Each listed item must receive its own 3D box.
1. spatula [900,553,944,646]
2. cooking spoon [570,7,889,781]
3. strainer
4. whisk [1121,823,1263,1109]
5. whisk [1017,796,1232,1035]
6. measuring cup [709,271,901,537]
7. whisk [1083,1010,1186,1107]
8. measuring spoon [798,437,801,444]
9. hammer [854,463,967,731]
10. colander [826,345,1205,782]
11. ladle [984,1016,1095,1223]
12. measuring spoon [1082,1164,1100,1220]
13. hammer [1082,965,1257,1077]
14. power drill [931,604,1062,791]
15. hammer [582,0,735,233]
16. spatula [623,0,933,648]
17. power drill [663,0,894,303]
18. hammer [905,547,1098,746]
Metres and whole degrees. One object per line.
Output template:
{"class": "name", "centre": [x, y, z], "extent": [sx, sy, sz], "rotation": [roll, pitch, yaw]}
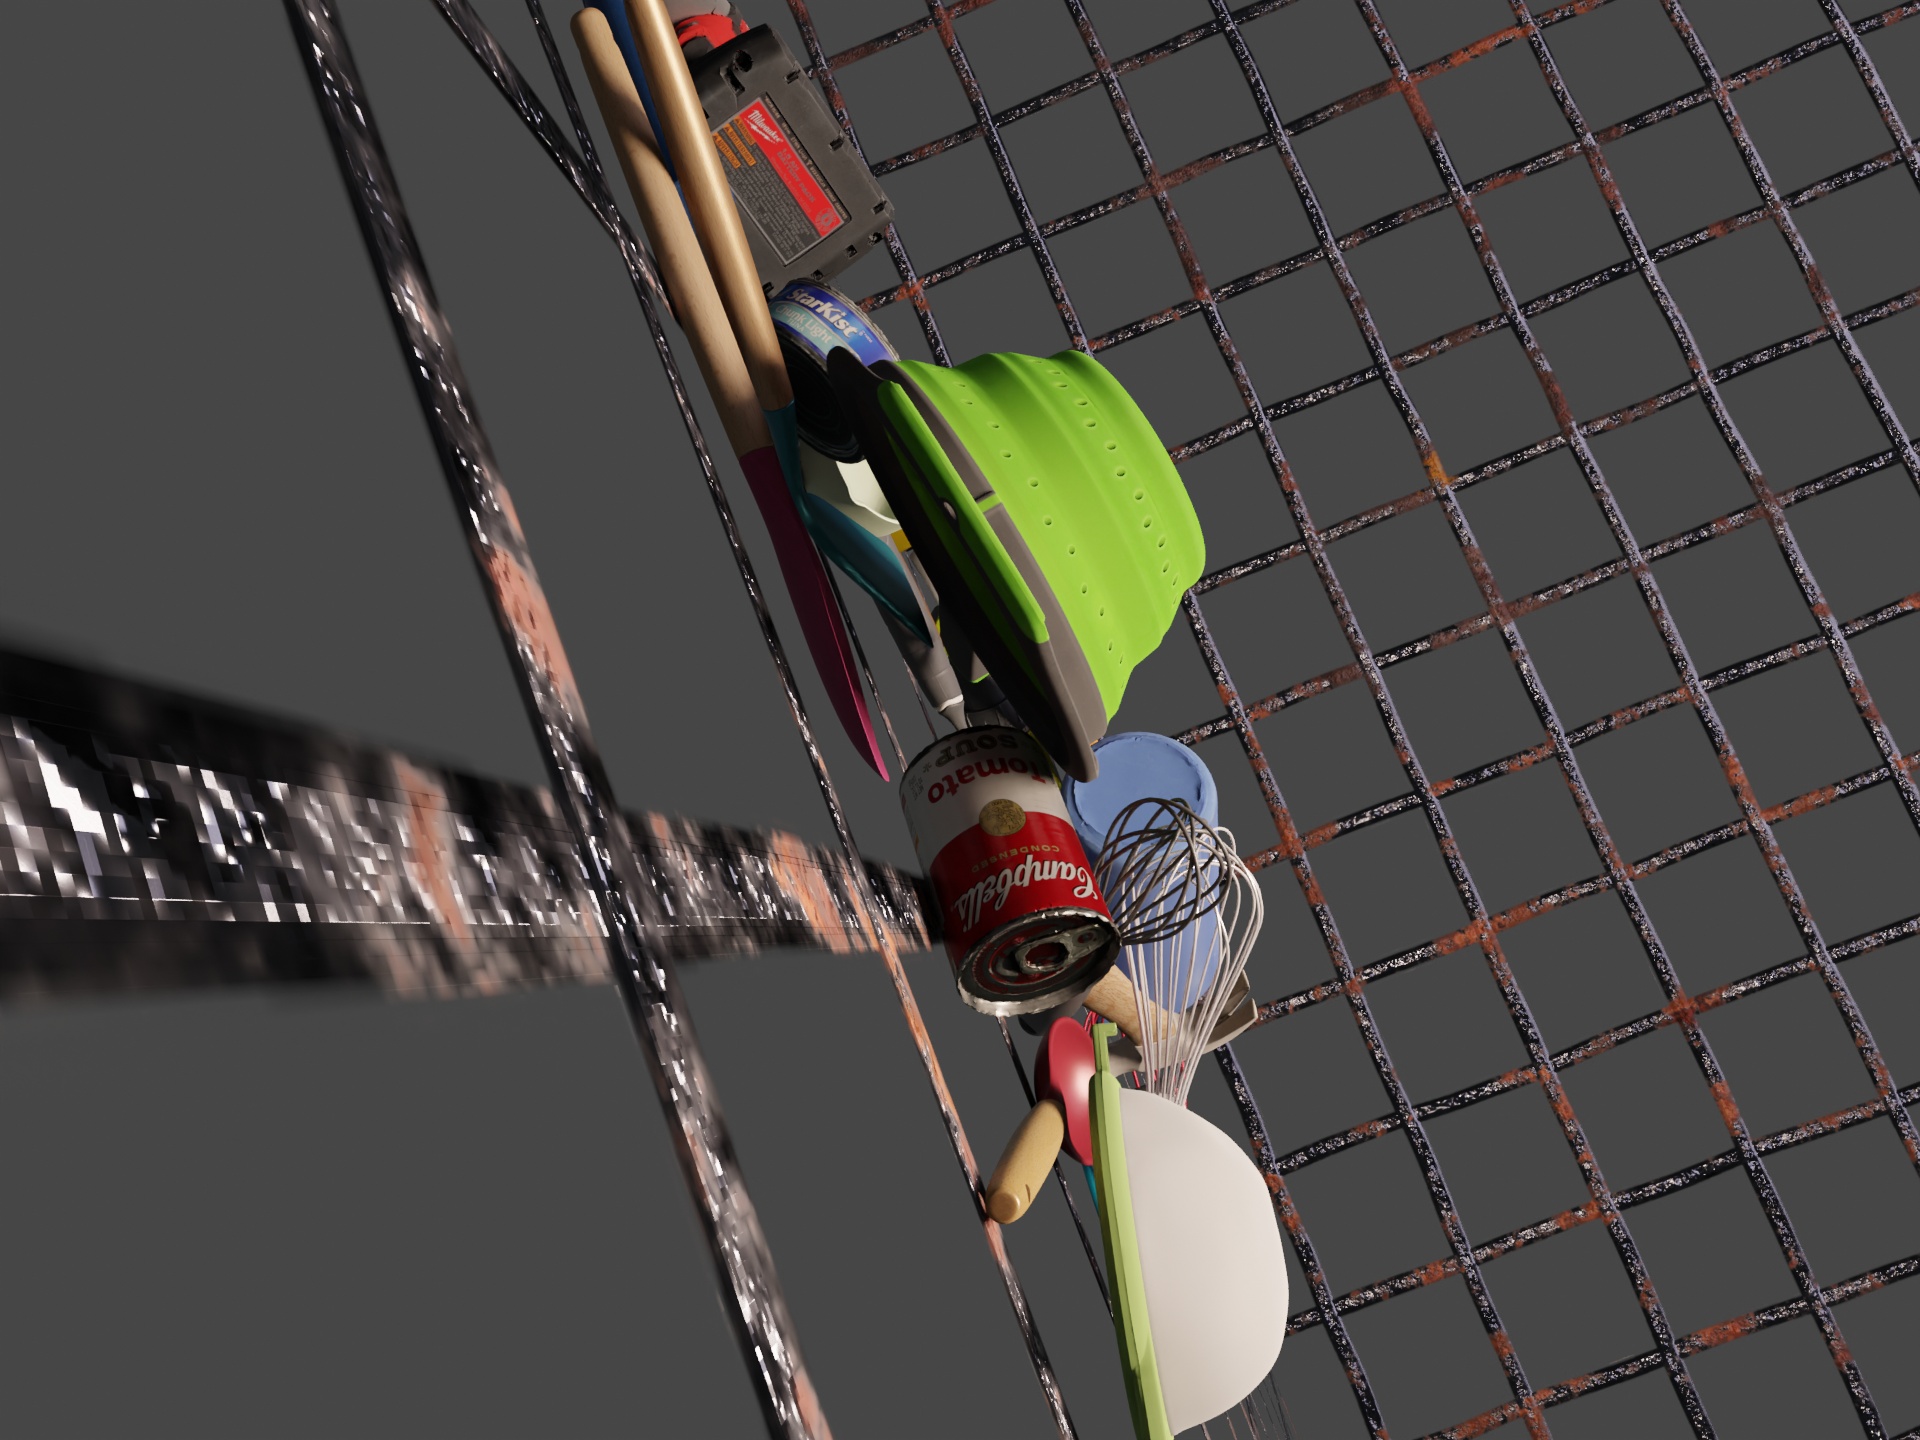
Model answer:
{"class": "spatula", "centre": [-0.063, -0.137, 1.065], "extent": [0.315, 0.018, 0.060], "rotation": [62, 10, -53]}
{"class": "cooking spoon", "centre": [-0.087, -0.125, 0.605], "extent": [0.068, 0.017, 0.319], "rotation": [67, 2, -86]}
{"class": "strainer", "centre": [0.095, 0.236, 0.598], "extent": [0.256, 0.069, 0.151], "rotation": [-90, 169, -67]}
{"class": "whisk", "centre": [0.106, 0.175, 0.796], "extent": [0.070, 0.070, 0.284], "rotation": [-106, -163, -60]}
{"class": "whisk", "centre": [0.065, 0.100, 0.723], "extent": [0.238, 0.055, 0.055], "rotation": [115, -40, -58]}
{"class": "measuring cup", "centre": [-0.079, -0.164, 0.822], "extent": [0.167, 0.038, 0.083], "rotation": [47, 46, -20]}
{"class": "whisk", "centre": [0.147, 0.329, 1.125], "extent": [0.073, 0.073, 0.296], "rotation": [53, 21, -77]}
{"class": "measuring spoon", "centre": [-0.075, -0.143, 0.911], "extent": [0.124, 0.018, 0.034], "rotation": [66, 4, -46]}
{"class": "hammer", "centre": [-0.002, -0.003, 1.007], "extent": [0.408, 0.036, 0.149], "rotation": [64, 0, -41]}
{"class": "colander", "centre": [0.035, -0.075, 0.737], "extent": [0.204, 0.094, 0.397], "rotation": [58, -3, 5]}
{"class": "ladle", "centre": [0.035, 0.163, 0.634], "extent": [0.315, 0.031, 0.069], "rotation": [36, 39, -80]}
{"class": "measuring spoon", "centre": [0.076, 0.236, 0.850], "extent": [0.129, 0.021, 0.042], "rotation": [-107, 174, -52]}
{"class": "hammer", "centre": [0.080, 0.149, 0.893], "extent": [0.331, 0.130, 0.031], "rotation": [46, 26, -58]}
{"class": "power drill", "centre": [0.029, -0.017, 1.279], "extent": [0.229, 0.080, 0.190], "rotation": [-100, 169, -61]}
{"class": "hammer", "centre": [-0.181, -0.396, 0.699], "extent": [0.144, 0.035, 0.406], "rotation": [49, 19, -79]}
{"class": "spatula", "centre": [-0.074, -0.160, 0.666], "extent": [0.082, 0.044, 0.317], "rotation": [-112, -176, -47]}
{"class": "power drill", "centre": [-0.116, -0.313, 0.814], "extent": [0.143, 0.078, 0.220], "rotation": [51, 9, -38]}
{"class": "hammer", "centre": [0.050, -0.027, 1.105], "extent": [0.336, 0.034, 0.127], "rotation": [48, 7, -50]}
